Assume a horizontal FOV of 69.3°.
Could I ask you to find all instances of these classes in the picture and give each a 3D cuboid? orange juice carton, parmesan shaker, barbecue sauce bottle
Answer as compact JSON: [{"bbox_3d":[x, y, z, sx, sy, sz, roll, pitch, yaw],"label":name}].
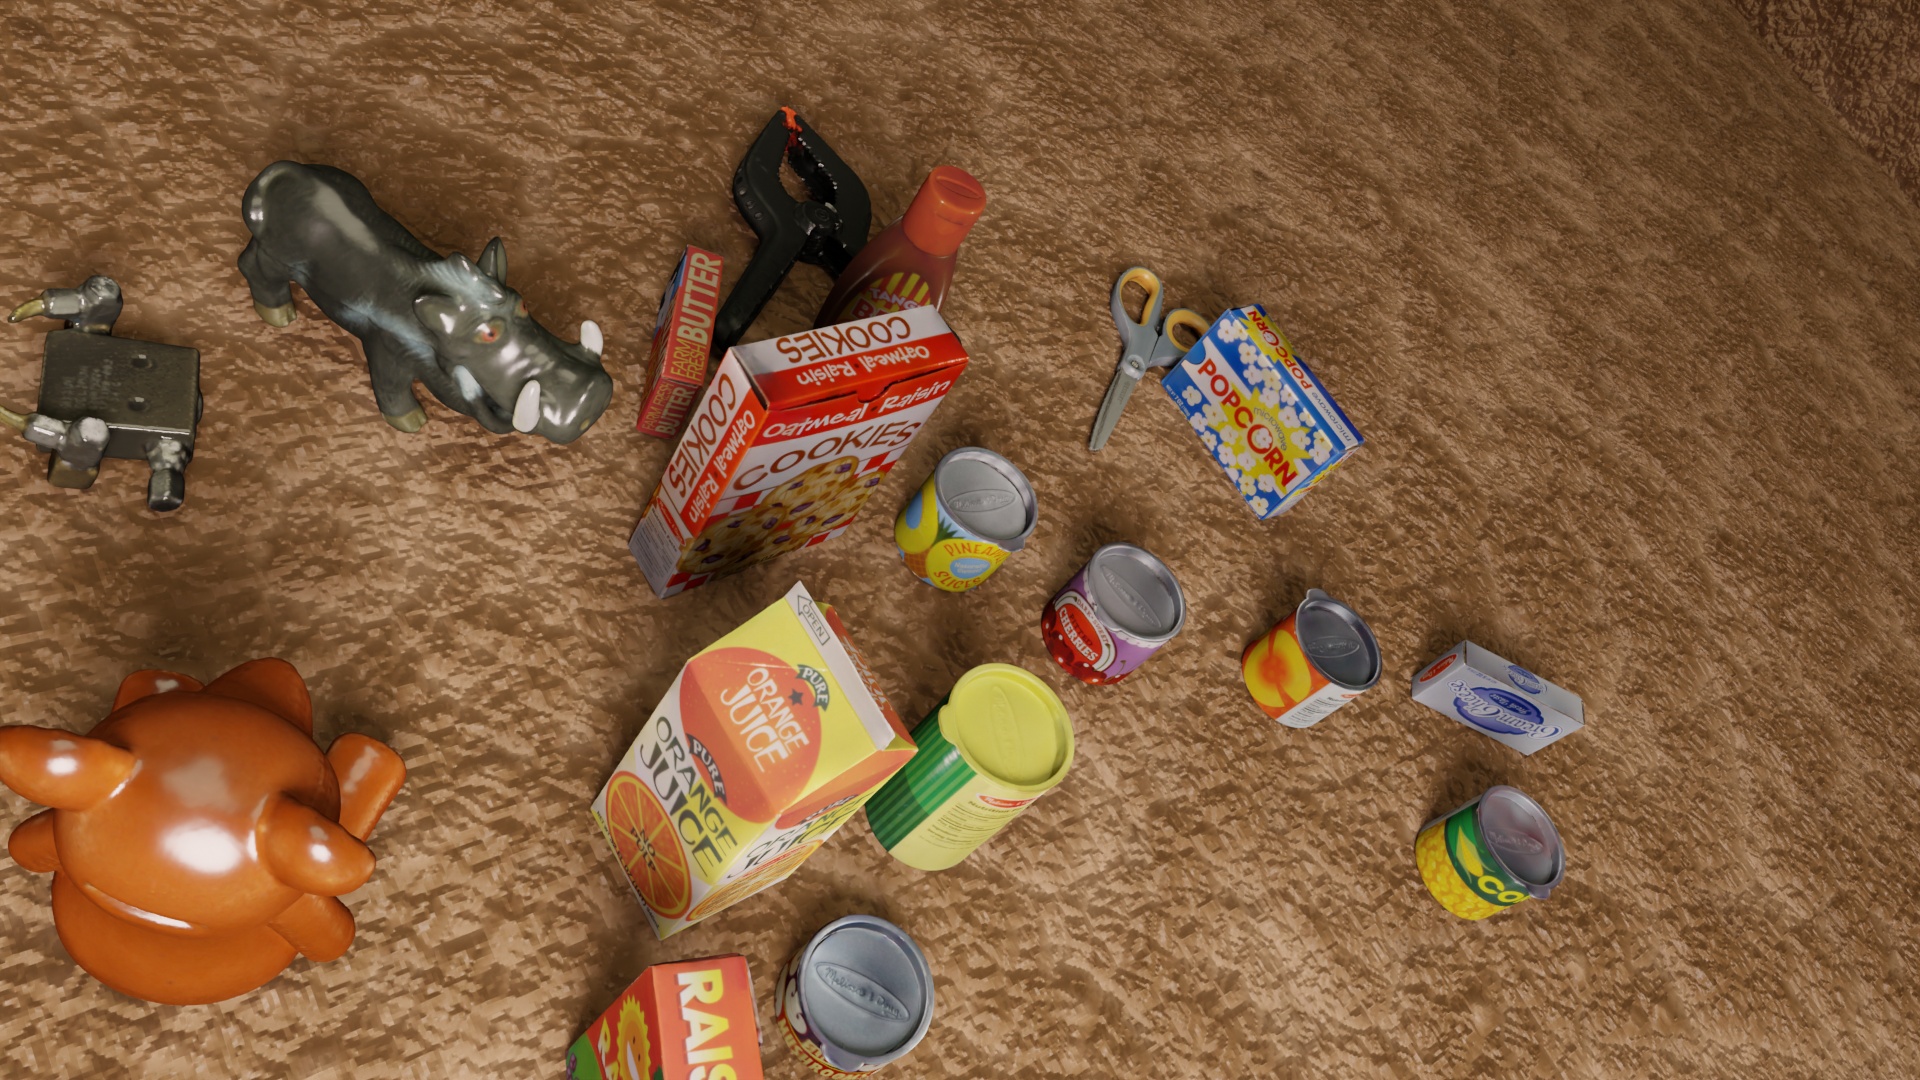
[{"bbox_3d":[-0.084,0.092,0.581,0.073,0.191,0.072,-20,70,-39],"label":"orange juice carton"},{"bbox_3d":[-0.001,0.112,0.680,0.071,0.102,0.071,16,51,-21],"label":"parmesan shaker"},{"bbox_3d":[-0.034,-0.158,0.825,0.065,0.147,0.044,18,50,-20],"label":"barbecue sauce bottle"}]

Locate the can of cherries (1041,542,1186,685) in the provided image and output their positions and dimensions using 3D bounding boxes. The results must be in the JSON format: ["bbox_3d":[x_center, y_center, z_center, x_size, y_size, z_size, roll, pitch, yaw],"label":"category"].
[{"bbox_3d":[0.087,0.044,0.813,0.071,0.058,0.072,16,51,-21],"label":"can of cherries"}]

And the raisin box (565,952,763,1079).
[{"bbox_3d":[-0.111,0.217,0.522,0.040,0.122,0.086,4,56,-29],"label":"raisin box"}]

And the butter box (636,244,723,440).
[{"bbox_3d":[-0.157,-0.111,0.781,0.024,0.053,0.104,17,51,-21],"label":"butter box"}]

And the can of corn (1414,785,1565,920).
[{"bbox_3d":[0.323,0.194,0.849,0.071,0.058,0.071,16,51,-21],"label":"can of corn"}]

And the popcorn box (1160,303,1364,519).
[{"bbox_3d":[0.209,-0.090,0.967,0.038,0.084,0.127,-21,70,-40],"label":"popcorn box"}]

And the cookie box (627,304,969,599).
[{"bbox_3d":[-0.084,-0.043,0.698,0.123,0.166,0.040,-21,71,-40],"label":"cookie box"}]

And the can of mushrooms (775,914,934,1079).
[{"bbox_3d":[-0.049,0.209,0.628,0.071,0.033,0.071,16,51,-21],"label":"can of mushrooms"}]

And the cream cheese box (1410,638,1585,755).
[{"bbox_3d":[0.363,0.107,0.940,0.104,0.053,0.024,25,48,-14],"label":"cream cheese box"}]

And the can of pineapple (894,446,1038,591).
[{"bbox_3d":[0.003,-0.010,0.802,0.071,0.057,0.071,16,51,-21],"label":"can of pineapple"}]

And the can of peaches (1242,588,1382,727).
[{"bbox_3d":[0.219,0.075,0.872,0.071,0.057,0.071,16,51,-21],"label":"can of peaches"}]
